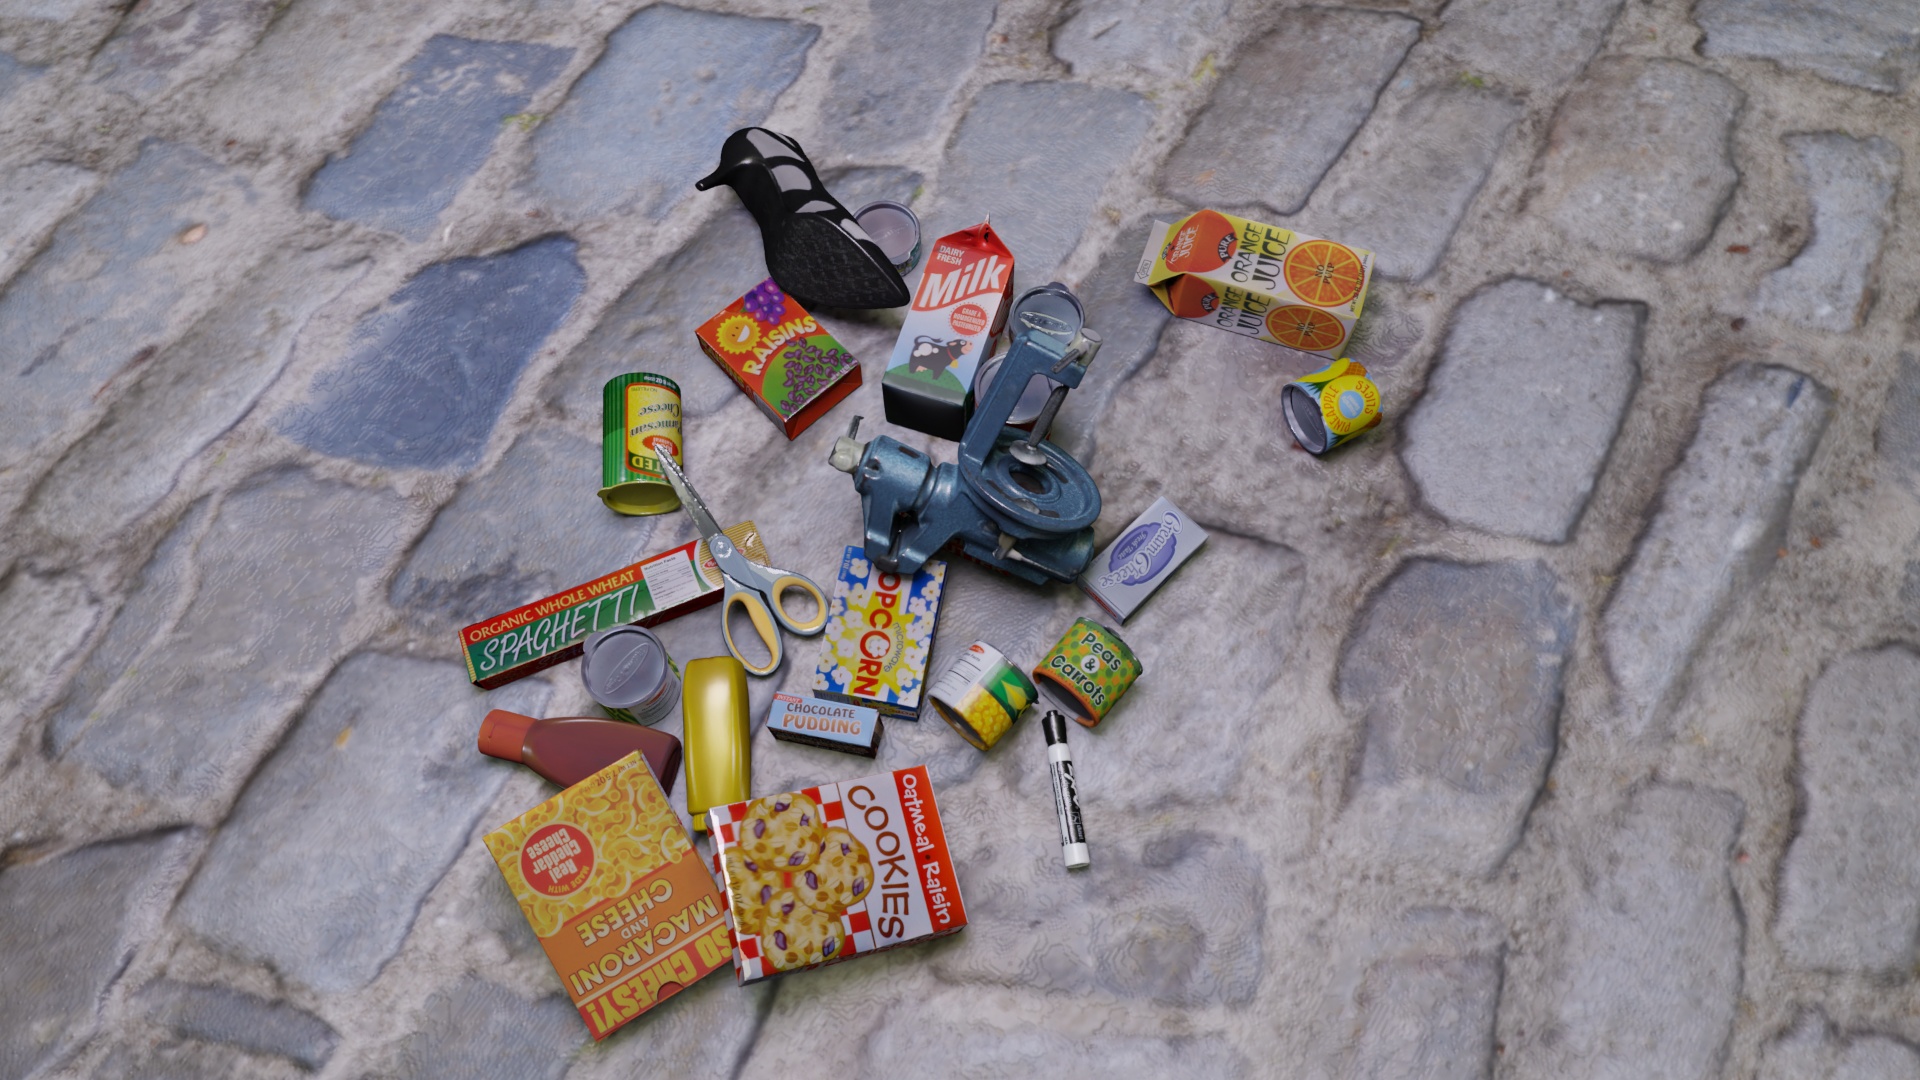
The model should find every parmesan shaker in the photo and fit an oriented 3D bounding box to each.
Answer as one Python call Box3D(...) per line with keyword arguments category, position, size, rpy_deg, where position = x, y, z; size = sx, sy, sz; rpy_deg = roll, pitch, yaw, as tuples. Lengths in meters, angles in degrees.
Box3D(category="parmesan shaker", position=(-0.267, -0.081, 1.155), size=(0.071, 0.071, 0.103), rpy_deg=(-6, 67, -2))

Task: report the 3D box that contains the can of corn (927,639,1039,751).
Box3D(category="can of corn", position=(0.018, 0.122, 1.072), size=(0.071, 0.071, 0.058), rpy_deg=(40, 74, 15))

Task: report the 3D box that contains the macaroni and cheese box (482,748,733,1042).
Box3D(category="macaroni and cheese box", position=(-0.247, 0.254, 1.003), size=(0.124, 0.040, 0.166), rpy_deg=(-29, 88, -11))

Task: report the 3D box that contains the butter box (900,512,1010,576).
Box3D(category="butter box", position=(0.004, -0.014, 1.151), size=(0.103, 0.024, 0.053), rpy_deg=(21, 68, 9))

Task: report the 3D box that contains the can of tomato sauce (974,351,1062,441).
Box3D(category="can of tomato sauce", position=(0.046, -0.109, 1.159), size=(0.071, 0.082, 0.071), rpy_deg=(0, 67, 0))

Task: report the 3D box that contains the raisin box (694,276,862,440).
Box3D(category="raisin box", position=(-0.157, -0.159, 1.205), size=(0.086, 0.040, 0.123), rpy_deg=(-40, 72, -14))

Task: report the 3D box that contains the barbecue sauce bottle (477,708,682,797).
Box3D(category="barbecue sauce bottle", position=(-0.294, 0.164, 1.066), size=(0.148, 0.043, 0.065), rpy_deg=(13, 74, 6))

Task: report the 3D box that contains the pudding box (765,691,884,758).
Box3D(category="pudding box", position=(-0.104, 0.142, 1.071), size=(0.084, 0.049, 0.030), rpy_deg=(11, 69, 5))

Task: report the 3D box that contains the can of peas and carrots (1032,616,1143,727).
Box3D(category="can of peas and carrots", position=(0.098, 0.102, 1.076), size=(0.071, 0.070, 0.059), rpy_deg=(38, 73, 15))

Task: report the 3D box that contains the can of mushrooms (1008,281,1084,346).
Box3D(category="can of mushrooms", position=(0.076, -0.190, 1.220), size=(0.071, 0.033, 0.071), rpy_deg=(0, 67, 1))

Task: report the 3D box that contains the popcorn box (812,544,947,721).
Box3D(category="popcorn box", position=(-0.063, 0.072, 1.106), size=(0.085, 0.038, 0.127), rpy_deg=(10, 67, 3))

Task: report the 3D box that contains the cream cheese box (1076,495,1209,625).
Box3D(category="cream cheese box", position=(0.149, 0.015, 1.137), size=(0.104, 0.024, 0.053), rpy_deg=(-42, 73, -16))

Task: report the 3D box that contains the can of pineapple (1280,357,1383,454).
Box3D(category="can of pineapple", position=(0.313, -0.113, 1.167), size=(0.058, 0.070, 0.071), rpy_deg=(-25, 69, -10))

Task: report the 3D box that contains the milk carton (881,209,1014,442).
Box3D(category="milk carton", position=(-0.003, -0.190, 1.199), size=(0.073, 0.072, 0.191), rpy_deg=(16, 68, 7))

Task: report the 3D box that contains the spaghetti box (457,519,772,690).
Box3D(category="spaghetti box", position=(-0.276, 0.052, 1.121), size=(0.250, 0.028, 0.050), rpy_deg=(-21, 69, -9))

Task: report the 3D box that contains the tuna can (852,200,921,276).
Box3D(category="tuna can", position=(-0.067, -0.269, 1.255), size=(0.071, 0.032, 0.071), rpy_deg=(0, 67, 0))

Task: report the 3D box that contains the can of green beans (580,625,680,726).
Box3D(category="can of green beans", position=(-0.256, 0.106, 1.082), size=(0.071, 0.057, 0.071), rpy_deg=(0, 67, 0))

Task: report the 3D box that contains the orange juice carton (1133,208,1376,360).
Box3D(category="orange juice carton", position=(0.253, -0.229, 1.215), size=(0.193, 0.072, 0.072), rpy_deg=(17, 68, 8))

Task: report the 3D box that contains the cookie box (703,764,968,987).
Box3D(category="cookie box", position=(-0.090, 0.241, 1.010), size=(0.168, 0.040, 0.123), rpy_deg=(-8, 68, -21))

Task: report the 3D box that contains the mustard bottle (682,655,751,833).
Box3D(category="mustard bottle", position=(-0.184, 0.170, 1.053), size=(0.049, 0.065, 0.160), rpy_deg=(-5, 72, 1))
